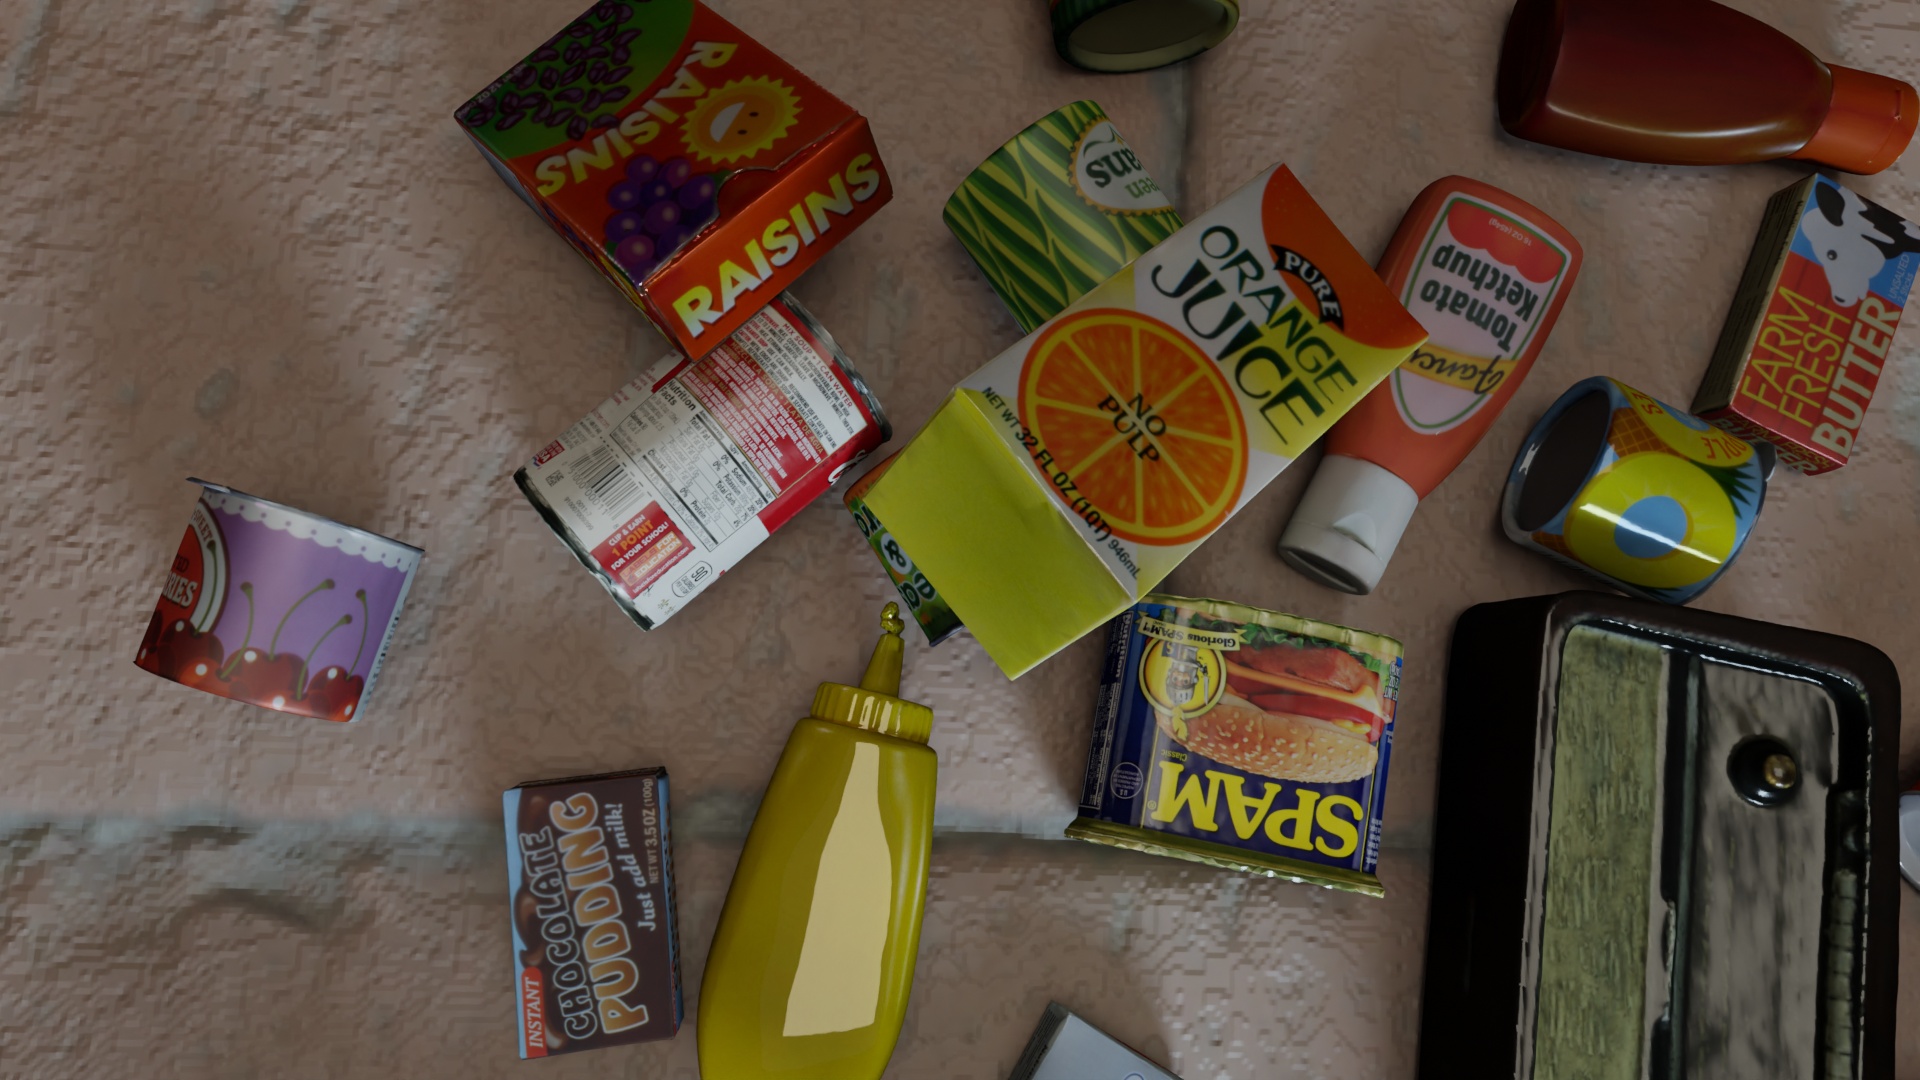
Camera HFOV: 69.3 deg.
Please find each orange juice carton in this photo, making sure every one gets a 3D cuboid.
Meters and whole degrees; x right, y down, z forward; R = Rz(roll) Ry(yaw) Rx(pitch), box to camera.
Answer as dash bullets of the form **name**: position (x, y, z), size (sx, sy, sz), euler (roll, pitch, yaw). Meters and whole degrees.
- **orange juice carton**: position (0.070, -0.048, 0.421), size (0.193, 0.072, 0.072), euler (-38, 88, -32)

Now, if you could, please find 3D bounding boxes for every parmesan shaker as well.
- **parmesan shaker**: position (0.058, -0.227, 0.489), size (0.071, 0.071, 0.103), euler (-7, 84, -8)

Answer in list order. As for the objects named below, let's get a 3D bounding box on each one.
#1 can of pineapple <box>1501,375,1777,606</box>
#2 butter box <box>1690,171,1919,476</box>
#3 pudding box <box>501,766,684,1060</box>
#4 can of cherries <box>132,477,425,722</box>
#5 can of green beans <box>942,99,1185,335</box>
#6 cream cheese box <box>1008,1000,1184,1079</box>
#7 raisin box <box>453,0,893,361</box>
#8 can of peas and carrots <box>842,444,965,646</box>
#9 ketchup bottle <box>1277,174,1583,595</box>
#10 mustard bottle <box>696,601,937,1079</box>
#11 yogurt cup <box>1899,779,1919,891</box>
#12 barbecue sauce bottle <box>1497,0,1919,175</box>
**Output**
- **can of pineapple**: position (0.234, -0.019, 0.486), size (0.058, 0.071, 0.071), euler (25, 81, -3)
- **butter box**: position (0.322, -0.082, 0.527), size (0.053, 0.024, 0.103), euler (26, 80, -3)
- **pudding box**: position (-0.117, 0.117, 0.444), size (0.050, 0.030, 0.084), euler (-4, 83, -7)
- **can of cherries**: position (-0.210, 0.019, 0.425), size (0.071, 0.071, 0.058), euler (18, 82, -4)
- **can of green beans**: position (0.036, -0.107, 0.473), size (0.071, 0.071, 0.058), euler (-35, 88, -10)
- **cream cheese box**: position (0.028, 0.210, 0.453), size (0.053, 0.024, 0.104), euler (33, 80, -1)
- **raisin box**: position (-0.093, -0.124, 0.444), size (0.086, 0.040, 0.124), euler (-41, 58, -10)
- **can of peas and carrots**: position (0.002, -0.006, 0.455), size (0.071, 0.071, 0.059), euler (-31, 87, -10)
- **ketchup bottle**: position (0.161, -0.053, 0.494), size (0.065, 0.043, 0.149), euler (29, 81, 0)
- **mustard bottle**: position (-0.038, 0.098, 0.446), size (0.065, 0.048, 0.160), euler (15, 81, 0)
- **yogurt cup**: position (0.374, 0.100, 0.491), size (0.054, 0.072, 0.072), euler (-41, 89, -18)
- **barbecue sauce bottle**: position (0.282, -0.170, 0.524), size (0.149, 0.043, 0.065), euler (10, 82, -6)
